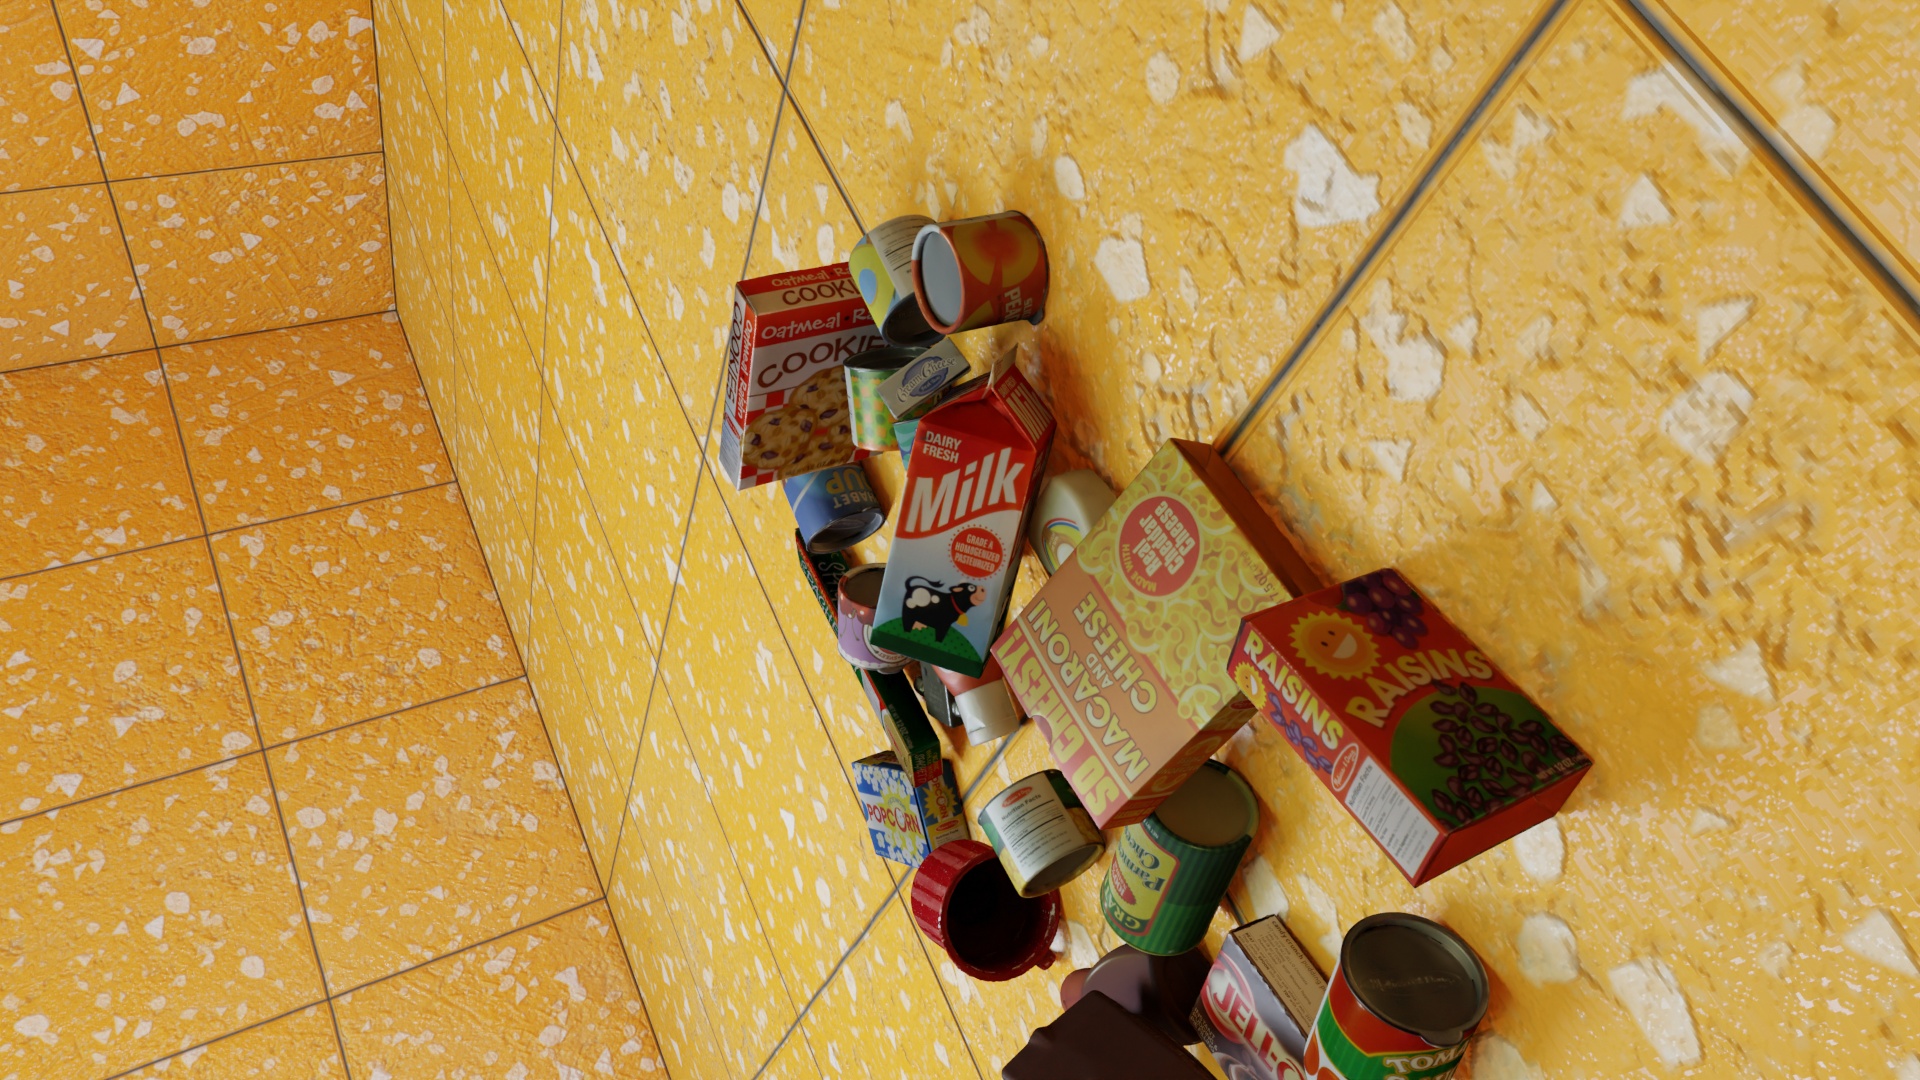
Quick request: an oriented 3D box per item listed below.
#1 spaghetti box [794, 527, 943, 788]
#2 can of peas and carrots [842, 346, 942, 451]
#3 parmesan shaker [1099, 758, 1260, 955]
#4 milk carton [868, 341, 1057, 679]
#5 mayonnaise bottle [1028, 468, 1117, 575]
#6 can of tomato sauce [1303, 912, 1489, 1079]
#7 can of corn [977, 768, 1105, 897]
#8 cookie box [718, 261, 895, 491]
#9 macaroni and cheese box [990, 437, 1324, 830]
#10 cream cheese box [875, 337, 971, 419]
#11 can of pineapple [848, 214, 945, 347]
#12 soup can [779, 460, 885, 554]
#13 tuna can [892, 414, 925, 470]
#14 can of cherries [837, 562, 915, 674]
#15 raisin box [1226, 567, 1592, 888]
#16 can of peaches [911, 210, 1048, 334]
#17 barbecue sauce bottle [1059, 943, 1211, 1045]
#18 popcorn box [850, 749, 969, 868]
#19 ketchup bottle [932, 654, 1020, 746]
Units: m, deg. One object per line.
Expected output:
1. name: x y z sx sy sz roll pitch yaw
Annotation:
1. spaghetti box: -0.078 0.086 1.130 0.050 0.029 0.251 88 157 -50
2. can of peas and carrots: -0.042 -0.098 0.952 0.071 0.071 0.058 28 129 55
3. parmesan shaker: 0.121 0.174 0.780 0.071 0.071 0.102 53 146 37
4. milk carton: 0.006 -0.023 0.833 0.072 0.073 0.189 -54 -20 -68
5. mayonnaise bottle: 0.093 0.028 0.783 0.148 0.041 0.064 56 145 34
6. can of tomato sauce: 0.203 0.228 0.648 0.071 0.071 0.082 47 143 42
7. can of corn: 0.055 0.195 0.920 0.058 0.071 0.070 58 149 29
8. cookie box: -0.104 -0.120 0.993 0.040 0.123 0.166 55 148 32
9. macaroni and cheese box: 0.099 0.049 0.713 0.165 0.040 0.124 -51 54 29
10. cream cheese box: -0.021 -0.098 0.837 0.024 0.053 0.104 55 -176 -6
11. can of pineapple: -0.032 -0.165 0.893 0.058 0.071 0.070 64 151 21
12. soup can: -0.104 -0.043 1.099 0.084 0.071 0.071 66 152 18
13. tuna can: -0.008 -0.068 0.896 0.071 0.071 0.032 -2 104 63
14. can of cherries: -0.060 0.059 1.066 0.072 0.072 0.058 42 138 47
15. raisin box: 0.183 0.073 0.581 0.124 0.086 0.039 52 148 37
16. can of peaches: 0.011 -0.157 0.823 0.071 0.058 0.071 38 135 50
17. barbecue sauce bottle: 0.109 0.289 0.887 0.065 0.044 0.148 63 153 8
18. popcorn box: -0.041 0.222 1.147 0.126 0.038 0.085 -9 97 63
19. ketchup bottle: 0.000 0.069 0.977 0.064 0.044 0.149 -28 78 42
